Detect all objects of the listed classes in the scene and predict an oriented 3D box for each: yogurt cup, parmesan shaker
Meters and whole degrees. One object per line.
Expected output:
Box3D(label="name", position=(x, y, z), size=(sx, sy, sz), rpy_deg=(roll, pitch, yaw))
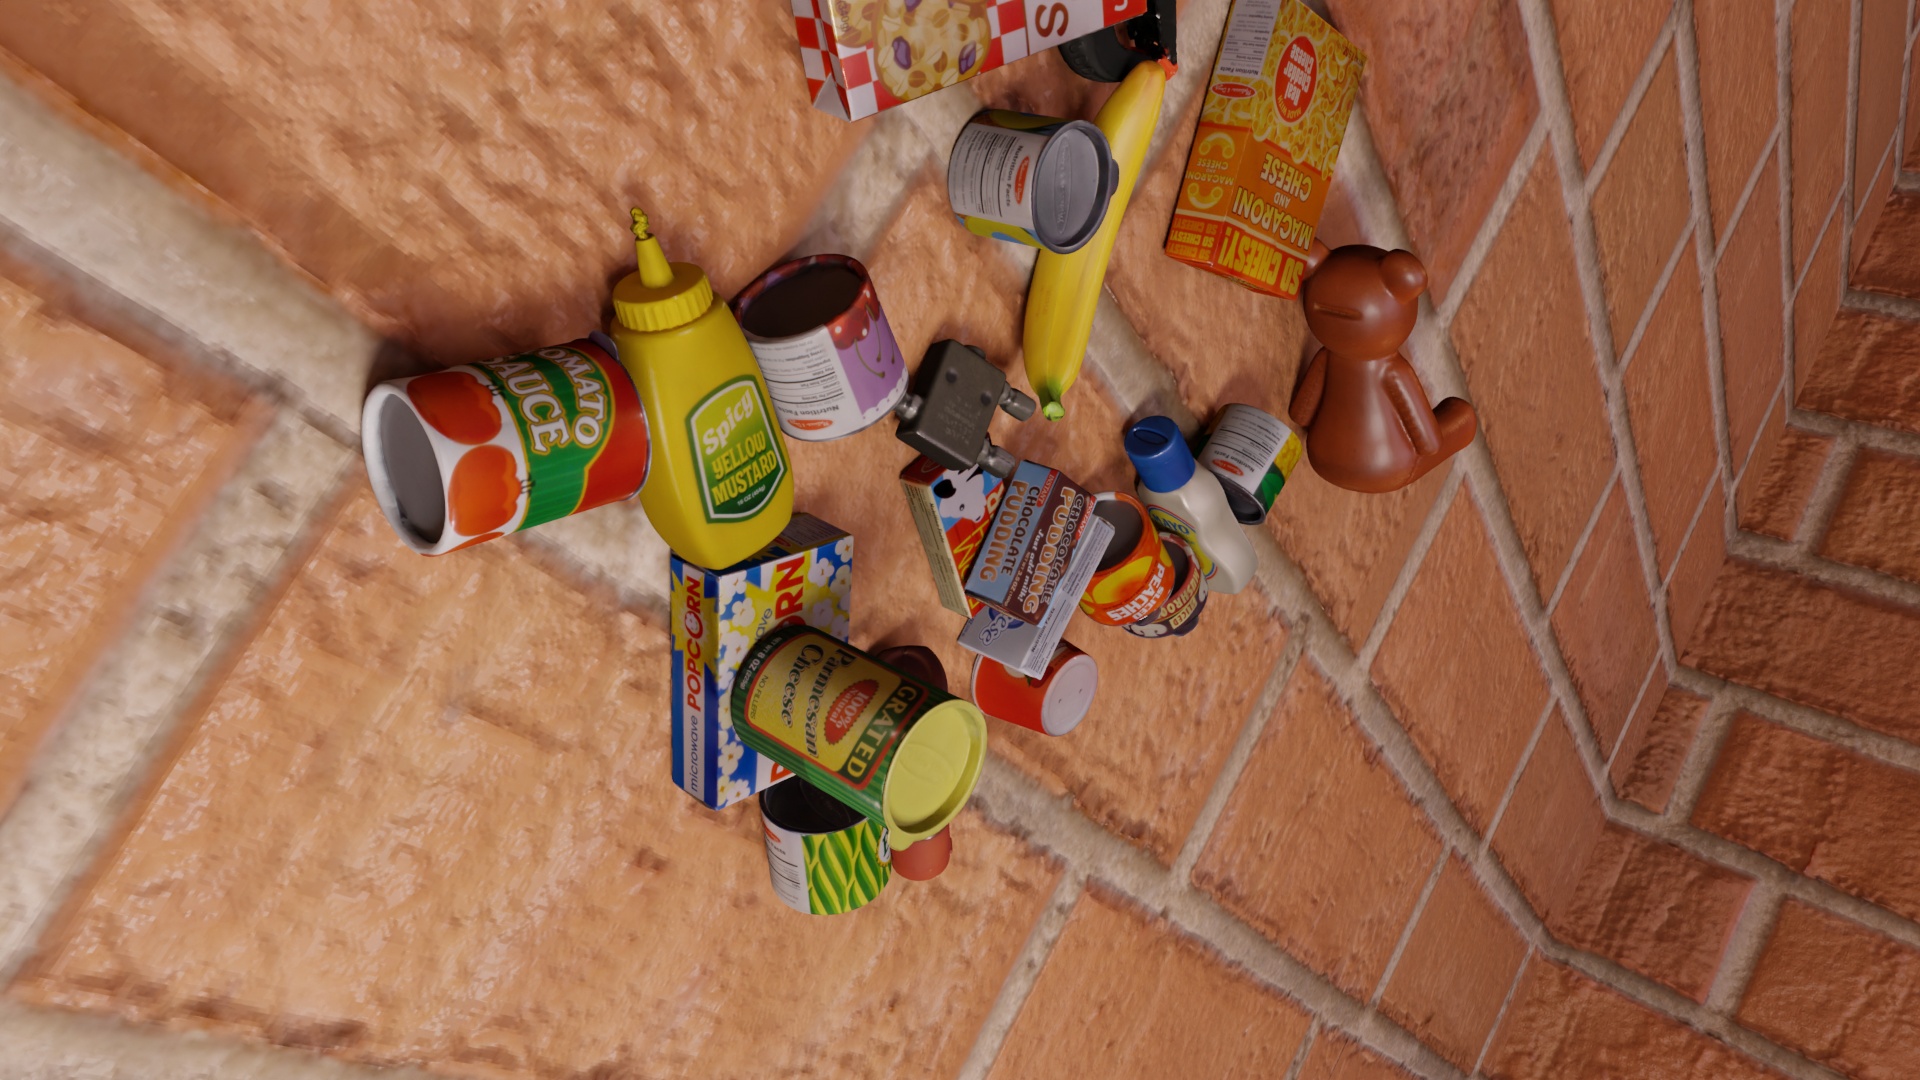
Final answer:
Box3D(label="yogurt cup", position=(0.048, 0.086, 0.858), size=(0.073, 0.054, 0.072), rpy_deg=(-26, 127, -41))
Box3D(label="parmesan shaker", position=(-0.049, 0.087, 0.634), size=(0.071, 0.103, 0.071), rpy_deg=(-26, 126, -42))

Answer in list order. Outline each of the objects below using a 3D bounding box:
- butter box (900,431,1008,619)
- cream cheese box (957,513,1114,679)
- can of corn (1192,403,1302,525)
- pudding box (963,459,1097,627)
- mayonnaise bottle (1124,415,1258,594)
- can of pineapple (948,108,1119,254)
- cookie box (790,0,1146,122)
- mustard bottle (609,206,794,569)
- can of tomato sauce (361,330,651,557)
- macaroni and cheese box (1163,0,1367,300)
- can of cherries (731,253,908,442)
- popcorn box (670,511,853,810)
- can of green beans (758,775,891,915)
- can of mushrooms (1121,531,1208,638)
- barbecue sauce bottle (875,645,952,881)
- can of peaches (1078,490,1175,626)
Box3D(label="butter box", position=(0.003, -0.010, 0.781), size=(0.053, 0.024, 0.103), rpy_deg=(-43, 136, -28))
Box3D(label="cream cheese box", position=(0.046, 0.027, 0.827), size=(0.024, 0.053, 0.104), rpy_deg=(37, 78, -50))
Box3D(label="can of corn", position=(0.194, -0.052, 0.961), size=(0.058, 0.071, 0.071), rpy_deg=(-57, 141, -15))
Box3D(label="pudding box", position=(0.040, 0.003, 0.785), size=(0.049, 0.030, 0.084), rpy_deg=(33, 80, -53))
Box3D(label="mayonnaise bottle", position=(0.150, -0.023, 0.927), size=(0.041, 0.065, 0.147), rpy_deg=(-51, 136, -15))
Box3D(label="can of pineapple", position=(0.037, -0.184, 0.710), size=(0.071, 0.058, 0.070), rpy_deg=(-26, 127, -41))
Box3D(label="cookie box", position=(0.003, -0.271, 0.609), size=(0.168, 0.040, 0.122), rpy_deg=(-27, 128, -22))
Box3D(label="mustard bottle", position=(-0.116, -0.064, 0.589), size=(0.065, 0.049, 0.159), rpy_deg=(-40, 135, -34))
Box3D(label="can of tomato sauce", position=(-0.170, -0.037, 0.521), size=(0.083, 0.071, 0.071), rpy_deg=(-22, 124, -43))
Box3D(label="macaroni and cheese box", position=(0.196, -0.248, 0.889), size=(0.124, 0.040, 0.166), rpy_deg=(5, 103, -52))
Box3D(label="can of cherries", position=(-0.063, -0.089, 0.630), size=(0.072, 0.071, 0.058), rpy_deg=(-47, 137, -25))
Box3D(label="popcorn box", position=(-0.097, 0.058, 0.680), size=(0.085, 0.038, 0.126), rpy_deg=(-18, 121, -44))
Box3D(label="can of green beans", position=(-0.071, 0.155, 0.736), size=(0.071, 0.071, 0.057), rpy_deg=(-30, 129, -39))
Box3D(label="can of mushrooms", position=(0.129, 0.030, 0.916), size=(0.071, 0.071, 0.033), rpy_deg=(-53, 138, -19))
Box3D(label="barbecue sauce bottle", position=(-0.026, 0.133, 0.790), size=(0.044, 0.065, 0.147), rpy_deg=(-4, 128, -2))
Box3D(label="can of peaches", position=(0.096, 0.012, 0.867), size=(0.071, 0.071, 0.058), rpy_deg=(-54, 139, -18))
